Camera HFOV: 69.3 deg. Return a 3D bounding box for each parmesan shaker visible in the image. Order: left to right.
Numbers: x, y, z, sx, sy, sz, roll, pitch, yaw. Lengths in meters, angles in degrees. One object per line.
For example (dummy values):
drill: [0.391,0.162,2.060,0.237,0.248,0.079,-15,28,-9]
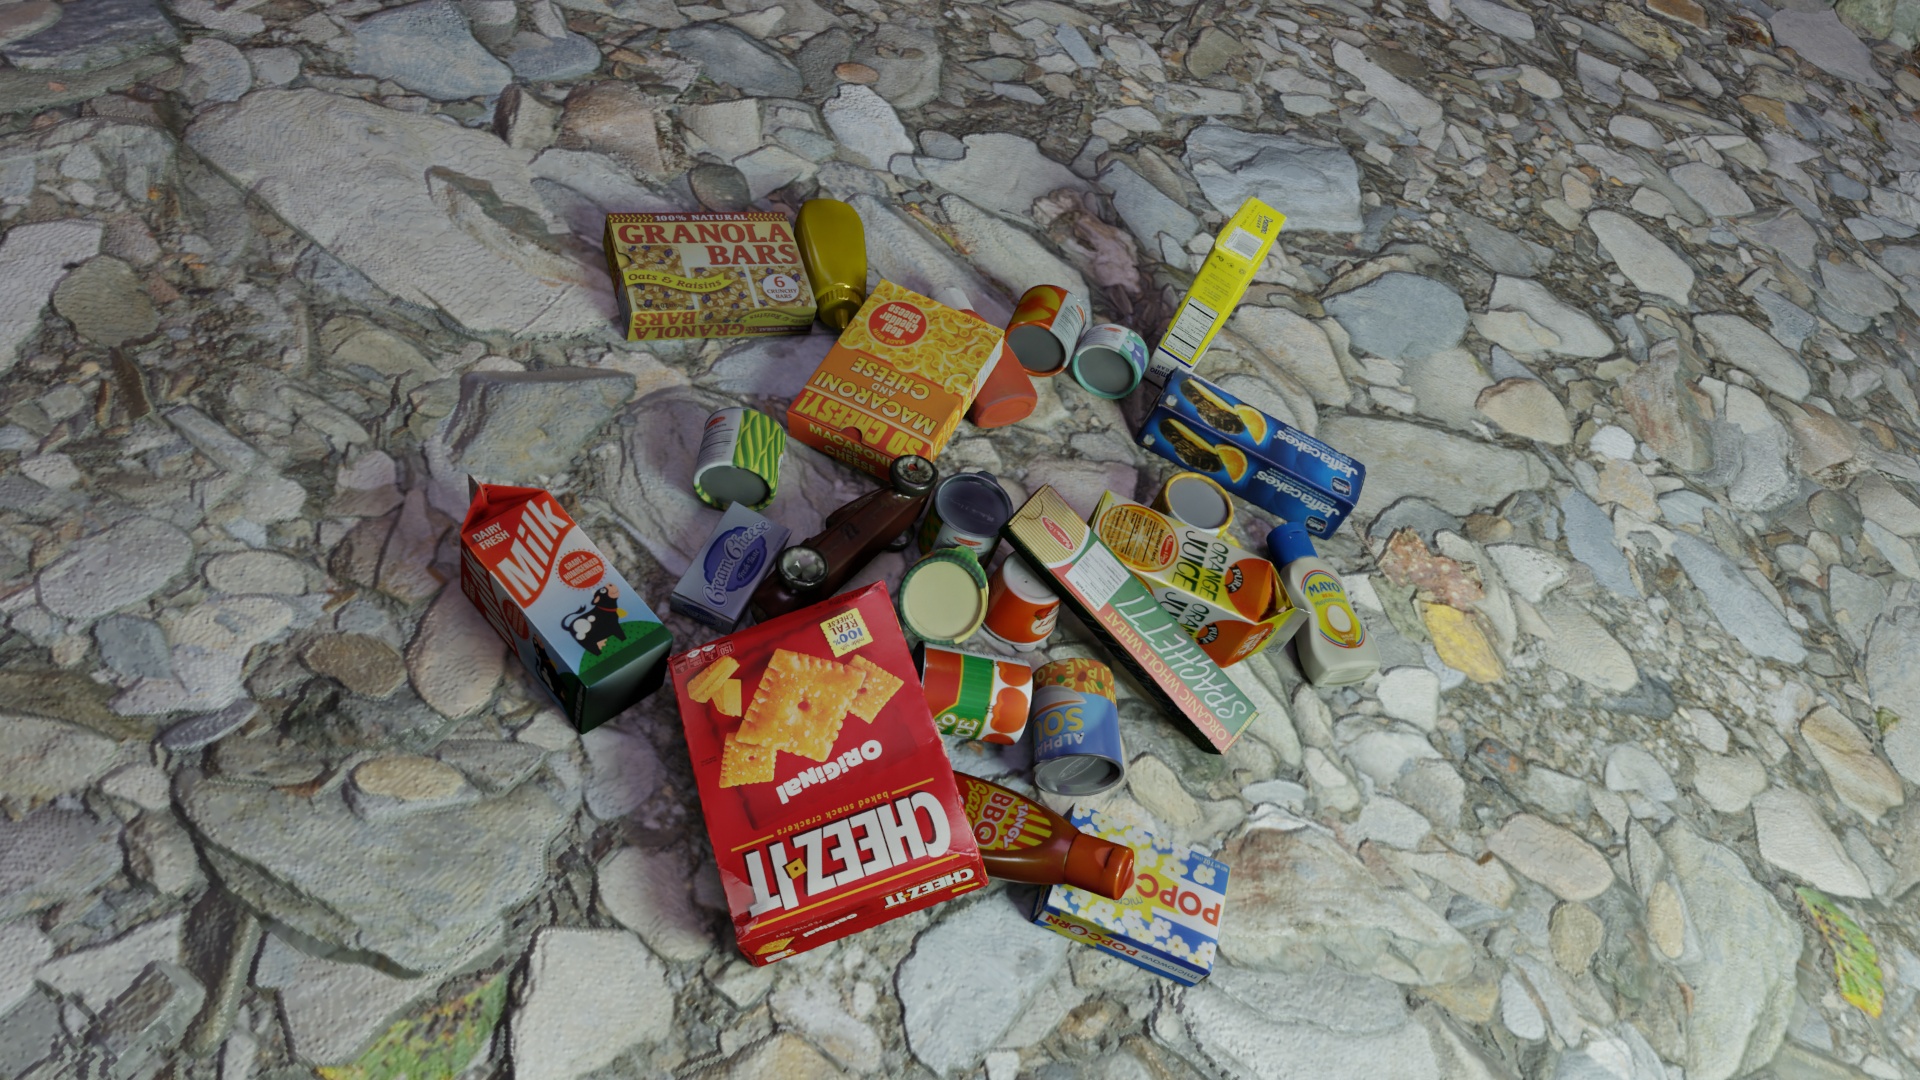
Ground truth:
parmesan shaker: [-0.011,0.038,1.047,0.071,0.103,0.071,0,91,1]

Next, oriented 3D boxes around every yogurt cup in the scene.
yogurt cup: [0.052,0.043,1.110,0.072,0.053,0.073,9,52,-12]

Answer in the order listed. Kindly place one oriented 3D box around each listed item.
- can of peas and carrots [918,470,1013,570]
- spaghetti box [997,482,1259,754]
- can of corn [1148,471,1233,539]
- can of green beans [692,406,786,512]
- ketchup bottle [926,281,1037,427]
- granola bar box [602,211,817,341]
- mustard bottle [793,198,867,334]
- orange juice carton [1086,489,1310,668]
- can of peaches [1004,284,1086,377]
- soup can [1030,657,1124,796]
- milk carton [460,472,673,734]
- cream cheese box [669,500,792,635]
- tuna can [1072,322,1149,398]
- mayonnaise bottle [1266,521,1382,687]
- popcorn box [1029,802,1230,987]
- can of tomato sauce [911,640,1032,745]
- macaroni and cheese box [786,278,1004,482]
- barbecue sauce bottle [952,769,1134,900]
can of peas and carrots: [0.004,-0.014,1.134,0.071,0.058,0.071,10,51,-12]
spaghetti box: [0.132,0.064,1.082,0.250,0.028,0.050,47,71,-6]
can of corn: [0.195,-0.019,1.203,0.071,0.058,0.071,10,52,-13]
can of green beans: [-0.175,-0.063,1.104,0.071,0.071,0.058,12,52,-10]
ketchup bottle: [0.013,-0.172,1.265,0.065,0.043,0.149,-13,60,-23]
granola bar box: [-0.223,-0.238,1.236,0.166,0.038,0.124,-6,57,-23]
mustard bottle: [-0.116,-0.244,1.271,0.065,0.048,0.161,2,55,-18]
orange juice carton: [0.187,0.040,1.148,0.193,0.071,0.073,24,51,0]
can of peaches: [0.075,-0.194,1.290,0.071,0.071,0.058,24,51,0]
soup can: [0.084,0.139,1.040,0.071,0.071,0.084,8,52,-14]
milk carton: [-0.293,0.036,0.985,0.074,0.072,0.191,-33,70,-34]
cream cheese box: [-0.176,0.020,1.068,0.053,0.024,0.104,26,50,1]
tuna can: [0.140,-0.164,1.291,0.071,0.070,0.033,27,52,2]
mayonnaise bottle: [0.306,0.053,1.198,0.065,0.041,0.149,-4,57,-20]
popcorn box: [0.123,0.252,0.988,0.127,0.038,0.085,23,51,-2]
can of tomato sauce: [0.004,0.116,1.033,0.083,0.070,0.071,11,52,-12]
macaroni and cheese box: [-0.054,-0.136,1.188,0.124,0.040,0.167,25,60,11]
barbecue sauce bottle: [0.044,0.207,0.956,0.148,0.043,0.065,14,51,23]
